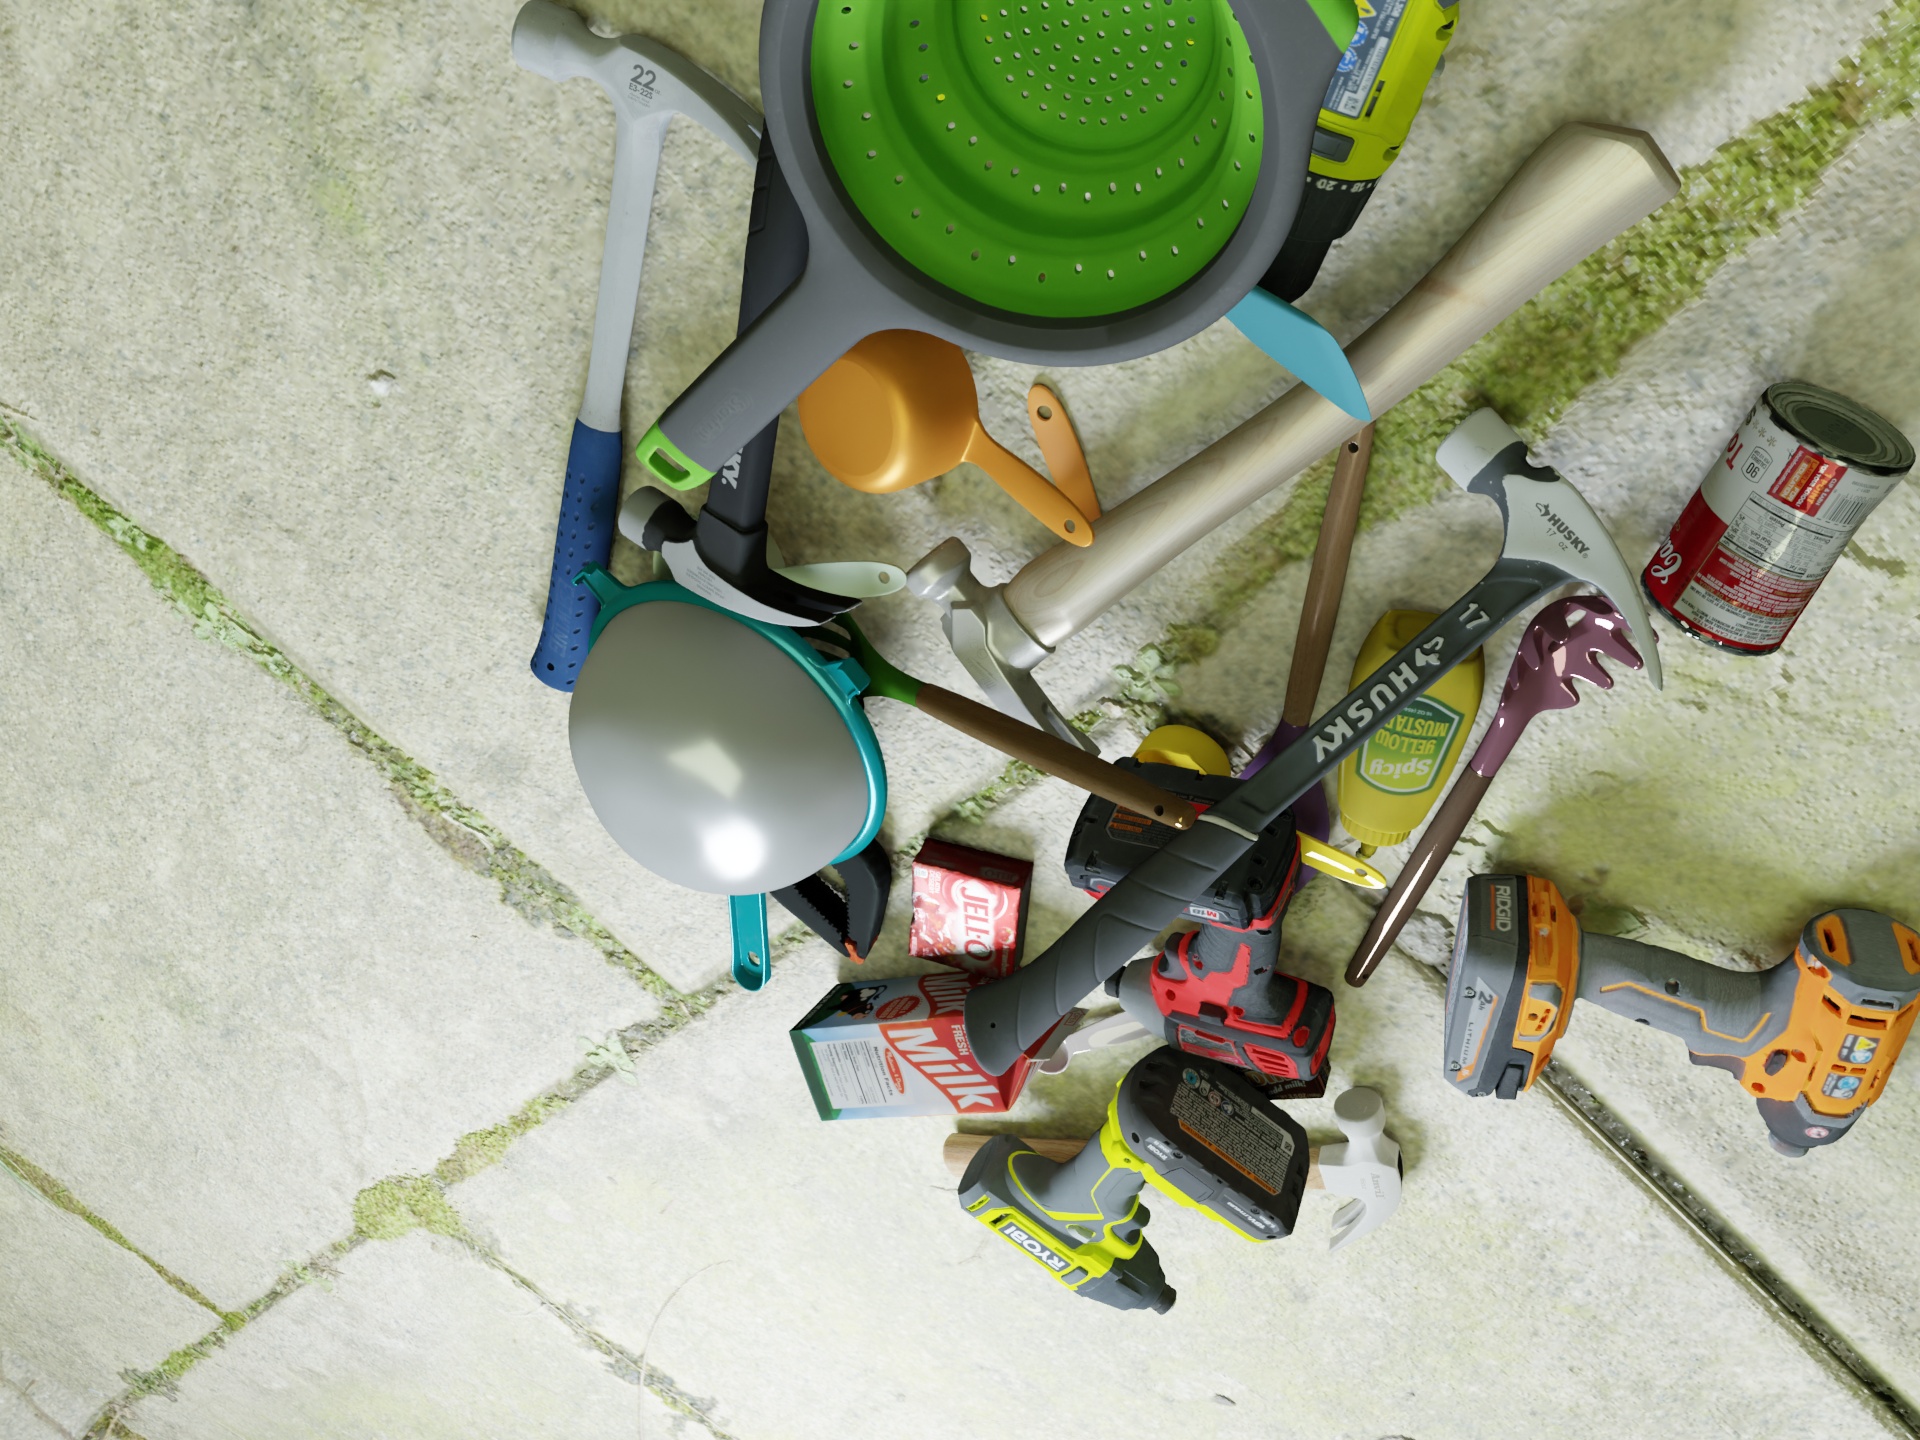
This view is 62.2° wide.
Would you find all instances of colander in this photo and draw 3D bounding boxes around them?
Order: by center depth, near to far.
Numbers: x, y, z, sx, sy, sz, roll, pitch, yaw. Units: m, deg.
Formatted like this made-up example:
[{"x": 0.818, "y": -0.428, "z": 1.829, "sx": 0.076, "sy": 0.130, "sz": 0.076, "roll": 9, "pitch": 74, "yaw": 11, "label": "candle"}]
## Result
[{"x": -0.015, "y": -0.214, "z": 0.652, "sx": 0.204, "sy": 0.095, "sz": 0.397, "roll": 40, "pitch": 139, "yaw": -20, "label": "colander"}]

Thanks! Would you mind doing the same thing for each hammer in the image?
[{"x": 0.150, "y": -0.121, "z": 0.756, "sx": 0.410, "sy": 0.038, "sz": 0.146, "roll": -35, "pitch": 96, "yaw": 36, "label": "hammer"}, {"x": -0.088, "y": -0.195, "z": 0.759, "sx": 0.146, "sy": 0.035, "sz": 0.334, "roll": 33, "pitch": 130, "yaw": 21, "label": "hammer"}, {"x": 0.150, "y": 0.043, "z": 0.778, "sx": 0.409, "sy": 0.036, "sz": 0.149, "roll": -44, "pitch": 71, "yaw": 19, "label": "hammer"}, {"x": -0.195, "y": -0.172, "z": 0.884, "sx": 0.144, "sy": 0.035, "sz": 0.405, "roll": 24, "pitch": 130, "yaw": 4, "label": "hammer"}, {"x": 0.141, "y": 0.311, "z": 1.111, "sx": 0.331, "sy": 0.031, "sz": 0.130, "roll": -6, "pitch": 122, "yaw": 27, "label": "hammer"}]

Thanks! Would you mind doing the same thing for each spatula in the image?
[{"x": 0.036, "y": -0.191, "z": 0.736, "sx": 0.318, "sy": 0.044, "sz": 0.082, "roll": 13, "pitch": 170, "yaw": 29, "label": "spatula"}, {"x": 0.186, "y": -0.020, "z": 0.851, "sx": 0.060, "sy": 0.018, "sz": 0.315, "roll": 19, "pitch": 131, "yaw": 20, "label": "spatula"}]

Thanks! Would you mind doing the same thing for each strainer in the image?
[{"x": -0.156, "y": 0.077, "z": 0.967, "sx": 0.211, "sy": 0.095, "sz": 0.340, "roll": 21, "pitch": 135, "yaw": 19, "label": "strainer"}]

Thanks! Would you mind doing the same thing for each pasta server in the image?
[{"x": 0.273, "y": 0.050, "z": 0.856, "sx": 0.060, "sy": 0.040, "sz": 0.316, "roll": 0, "pitch": 134, "yaw": -18, "label": "pasta server"}]

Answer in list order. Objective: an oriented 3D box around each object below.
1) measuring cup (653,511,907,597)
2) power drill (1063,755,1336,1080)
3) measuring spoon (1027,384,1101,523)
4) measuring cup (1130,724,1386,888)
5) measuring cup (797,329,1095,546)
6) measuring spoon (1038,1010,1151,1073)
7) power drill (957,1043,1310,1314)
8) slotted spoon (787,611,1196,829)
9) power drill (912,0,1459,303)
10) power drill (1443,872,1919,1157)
[{"x": -0.096, "y": -0.084, "z": 0.897, "sx": 0.168, "sy": 0.038, "sz": 0.083, "roll": 1, "pitch": 116, "yaw": 28, "label": "measuring cup"}, {"x": 0.136, "y": 0.124, "z": 0.922, "sx": 0.143, "sy": 0.079, "sz": 0.219, "roll": 11, "pitch": 144, "yaw": 28, "label": "power drill"}, {"x": 0.059, "y": -0.121, "z": 0.833, "sx": 0.021, "sy": 0.011, "sz": 0.116, "roll": -9, "pitch": 121, "yaw": 28, "label": "measuring spoon"}, {"x": 0.169, "y": 0.049, "z": 0.893, "sx": 0.156, "sy": 0.029, "sz": 0.062, "roll": 26, "pitch": 143, "yaw": 9, "label": "measuring cup"}, {"x": -0.011, "y": -0.133, "z": 0.788, "sx": 0.174, "sy": 0.052, "sz": 0.095, "roll": 41, "pitch": 133, "yaw": 20, "label": "measuring cup"}, {"x": 0.098, "y": 0.206, "z": 1.064, "sx": 0.124, "sy": 0.018, "sz": 0.034, "roll": -24, "pitch": 98, "yaw": 27, "label": "measuring spoon"}, {"x": 0.121, "y": 0.315, "z": 1.055, "sx": 0.171, "sy": 0.080, "sz": 0.223, "roll": 37, "pitch": 134, "yaw": -5, "label": "power drill"}, {"x": -0.001, "y": -0.003, "z": 0.860, "sx": 0.314, "sy": 0.031, "sz": 0.070, "roll": 24, "pitch": 113, "yaw": 39, "label": "slotted spoon"}, {"x": 0.081, "y": -0.286, "z": 0.660, "sx": 0.228, "sy": 0.080, "sz": 0.190, "roll": 22, "pitch": 135, "yaw": 3, "label": "power drill"}, {"x": 0.386, "y": 0.168, "z": 0.872, "sx": 0.226, "sy": 0.084, "sz": 0.164, "roll": 6, "pitch": 128, "yaw": 14, "label": "power drill"}]
